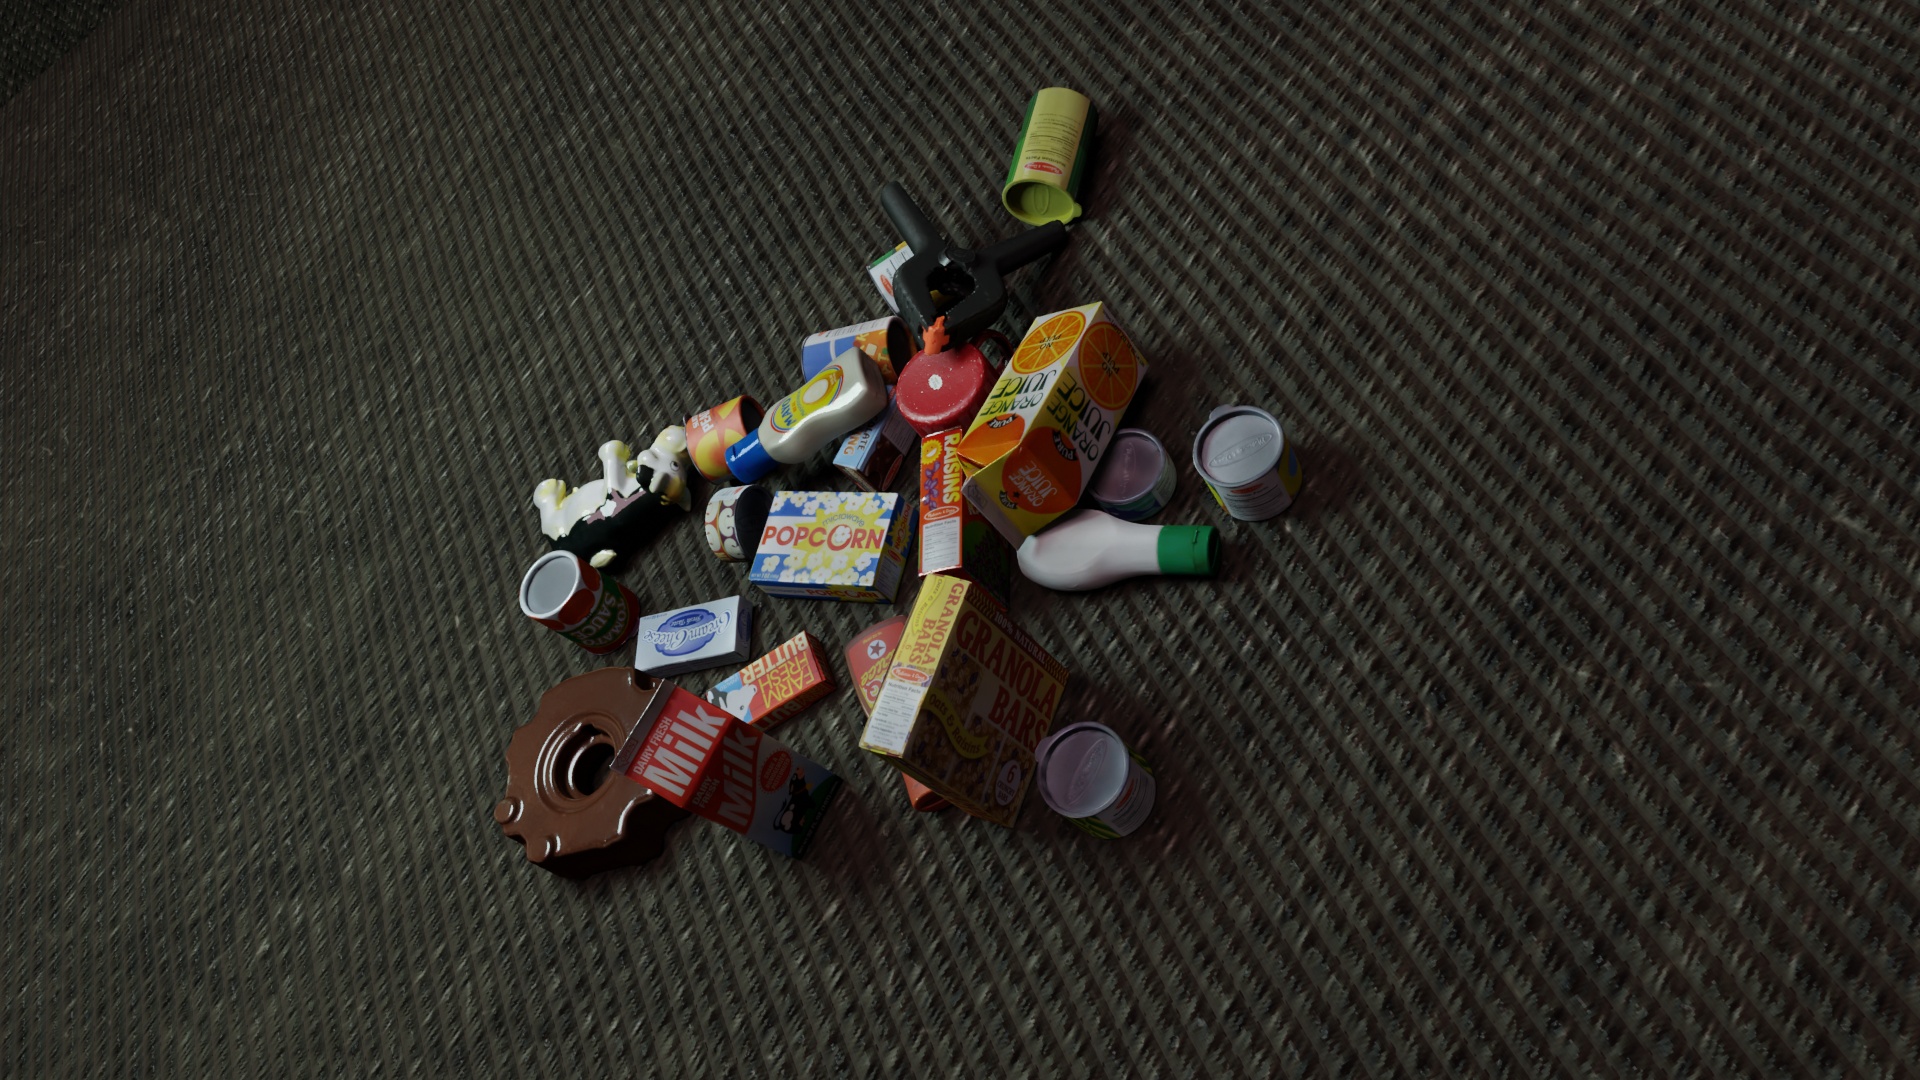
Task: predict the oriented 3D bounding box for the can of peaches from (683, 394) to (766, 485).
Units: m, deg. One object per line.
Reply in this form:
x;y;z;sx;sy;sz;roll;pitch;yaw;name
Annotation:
-0.205;-0.092;1.239;0.058;0.071;0.071;-20;56;17;can of peaches

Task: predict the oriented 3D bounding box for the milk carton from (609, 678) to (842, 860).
-0.175;0.163;1.004;0.073;0.190;0.072;19;74;35;milk carton

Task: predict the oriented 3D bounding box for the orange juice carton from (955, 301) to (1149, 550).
0.063;-0.086;1.054;0.073;0.071;0.193;-6;45;47;orange juice carton

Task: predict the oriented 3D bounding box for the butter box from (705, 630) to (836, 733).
-0.154;0.121;1.121;0.103;0.024;0.053;-32;53;9;butter box

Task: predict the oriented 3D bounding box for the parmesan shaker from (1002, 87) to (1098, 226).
0.083;-0.337;1.226;0.071;0.071;0.103;2;64;29;parmesan shaker

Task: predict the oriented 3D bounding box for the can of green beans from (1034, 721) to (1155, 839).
0.093;0.163;0.943;0.071;0.057;0.071;-13;59;22;can of green beans

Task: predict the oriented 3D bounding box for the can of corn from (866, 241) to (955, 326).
-0.041;-0.231;1.234;0.058;0.071;0.071;-32;53;8;can of corn

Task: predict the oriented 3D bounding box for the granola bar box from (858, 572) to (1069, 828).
0.007;0.113;0.950;0.039;0.165;0.124;10;69;34;granola bar box

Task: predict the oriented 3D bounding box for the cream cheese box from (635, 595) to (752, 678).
-0.226;0.083;1.182;0.103;0.024;0.053;-13;60;22;cream cheese box

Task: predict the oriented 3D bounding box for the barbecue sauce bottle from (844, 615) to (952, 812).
-0.039;0.131;1.042;0.065;0.043;0.149;-29;54;10;barbecue sauce bottle

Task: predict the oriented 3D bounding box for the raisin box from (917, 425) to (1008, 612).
0.004;-0.013;1.073;0.040;0.086;0.124;-14;58;24;raisin box

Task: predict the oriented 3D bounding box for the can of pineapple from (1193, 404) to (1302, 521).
0.208;-0.056;1.004;0.071;0.057;0.071;-13;58;22;can of pineapple

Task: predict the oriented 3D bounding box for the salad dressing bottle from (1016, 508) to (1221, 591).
0.117;0.007;1.028;0.147;0.044;0.064;1;56;27;salad dressing bottle

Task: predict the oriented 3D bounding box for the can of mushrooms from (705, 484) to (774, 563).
-0.186;-0.011;1.187;0.033;0.071;0.071;-4;62;26;can of mushrooms

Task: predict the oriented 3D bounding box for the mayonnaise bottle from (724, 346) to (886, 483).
-0.131;-0.100;1.167;0.148;0.041;0.065;-32;48;18;mayonnaise bottle

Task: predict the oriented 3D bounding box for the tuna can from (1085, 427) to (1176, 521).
0.127;-0.049;1.059;0.071;0.032;0.071;-13;58;22;tuna can

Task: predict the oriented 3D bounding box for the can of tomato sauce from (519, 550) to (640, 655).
-0.332;0.056;1.217;0.071;0.083;0.071;-13;58;22;can of tomato sauce

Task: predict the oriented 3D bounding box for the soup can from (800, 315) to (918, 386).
-0.086;-0.153;1.214;0.083;0.071;0.071;-9;60;23;soup can

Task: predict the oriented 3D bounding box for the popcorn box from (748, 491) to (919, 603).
-0.106;0.004;1.151;0.126;0.038;0.085;2;64;29;popcorn box

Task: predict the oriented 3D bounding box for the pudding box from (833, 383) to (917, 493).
-0.068;-0.086;1.174;0.030;0.049;0.084;15;72;35;pudding box
